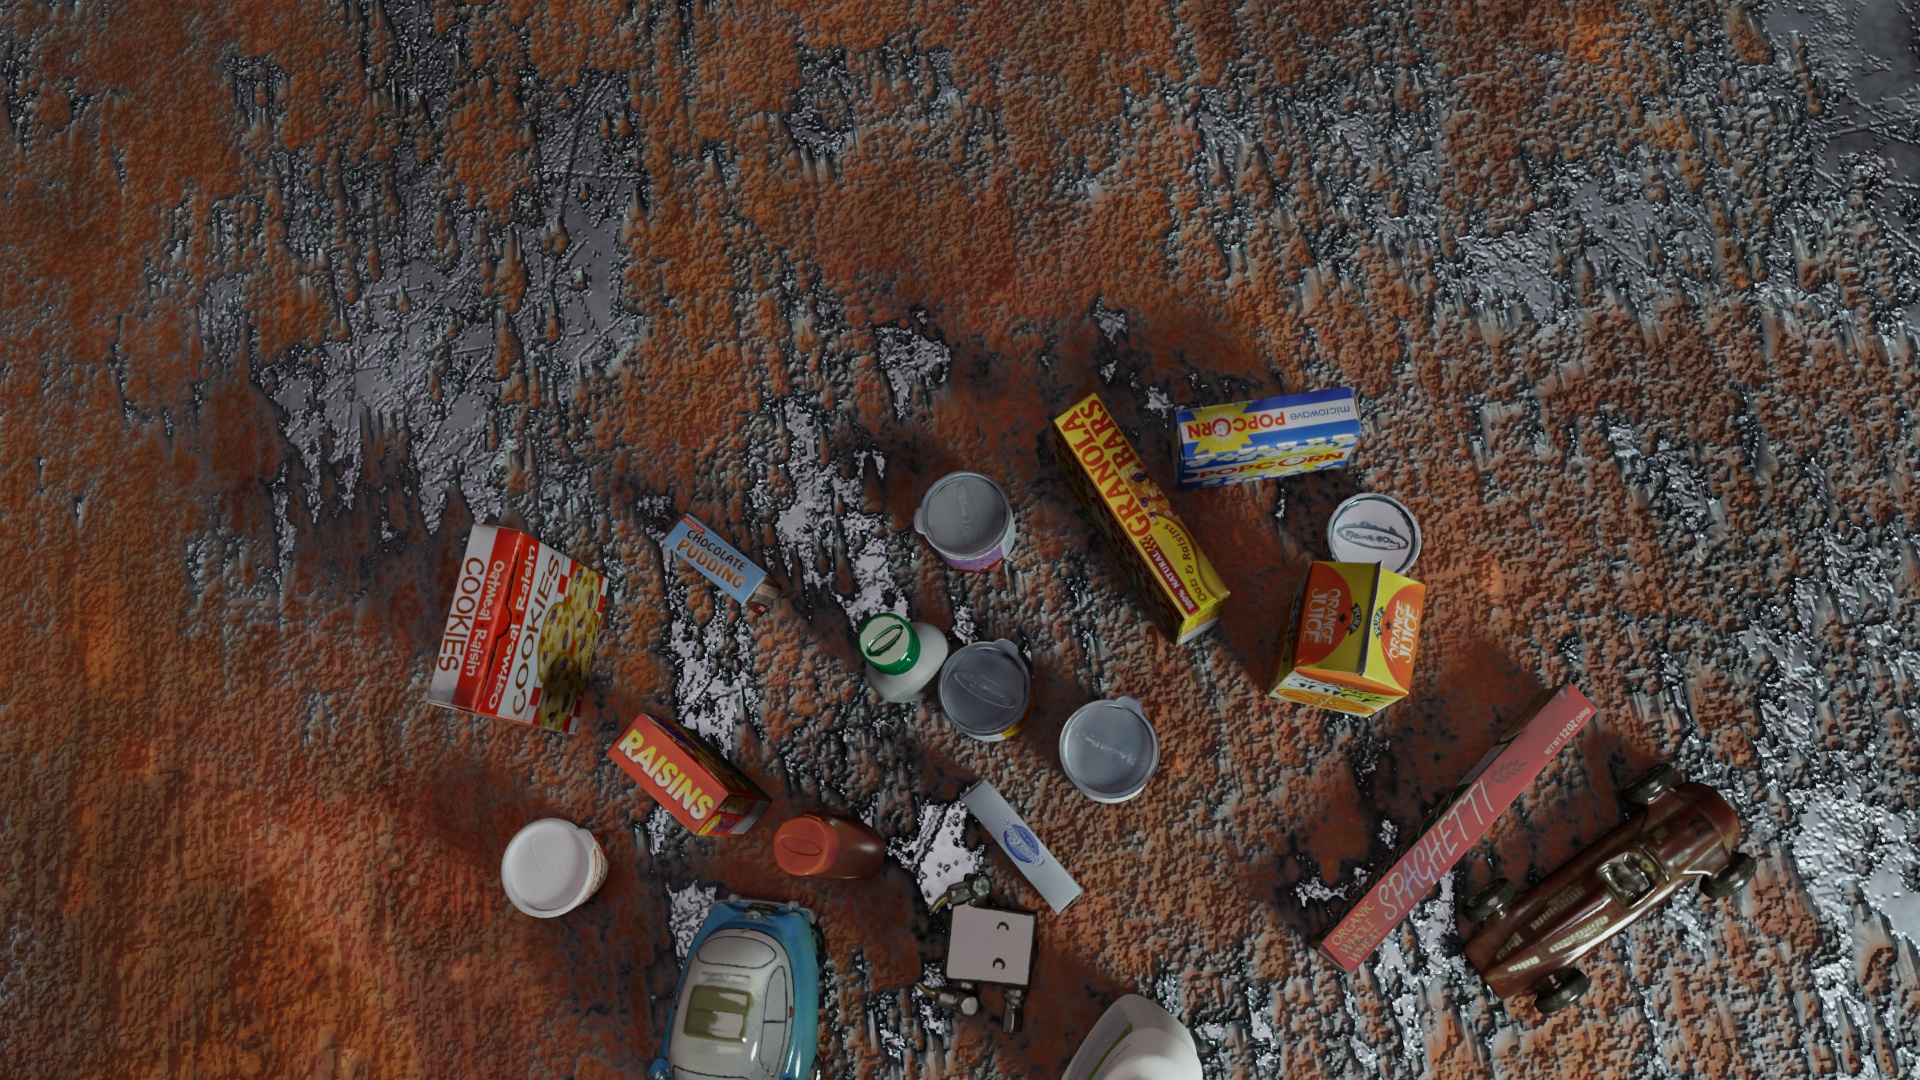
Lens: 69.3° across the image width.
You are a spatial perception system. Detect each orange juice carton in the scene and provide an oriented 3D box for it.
[{"bbox_3d":[0.254,0.065,0.912,0.073,0.192,0.072,12,79,9],"label":"orange juice carton"}]

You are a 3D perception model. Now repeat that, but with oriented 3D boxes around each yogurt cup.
[{"bbox_3d":[-0.287,0.235,0.999,0.072,0.054,0.072,-1,76,6],"label":"yogurt cup"}]

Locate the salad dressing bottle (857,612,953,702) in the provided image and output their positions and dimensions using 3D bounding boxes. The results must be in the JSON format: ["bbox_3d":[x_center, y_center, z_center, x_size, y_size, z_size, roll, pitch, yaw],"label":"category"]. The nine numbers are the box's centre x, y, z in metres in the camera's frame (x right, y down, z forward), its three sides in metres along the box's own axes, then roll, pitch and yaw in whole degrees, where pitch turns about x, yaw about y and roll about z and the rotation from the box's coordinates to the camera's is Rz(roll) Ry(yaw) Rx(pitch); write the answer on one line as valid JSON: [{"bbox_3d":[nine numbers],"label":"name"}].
[{"bbox_3d":[-0.040,0.080,0.962,0.064,0.147,0.044,-37,76,-3],"label":"salad dressing bottle"}]

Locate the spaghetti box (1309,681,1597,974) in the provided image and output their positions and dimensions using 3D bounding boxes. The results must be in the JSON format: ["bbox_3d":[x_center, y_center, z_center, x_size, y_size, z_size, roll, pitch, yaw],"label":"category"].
[{"bbox_3d":[0.334,0.195,0.945,0.250,0.050,0.029,-45,76,-6],"label":"spaghetti box"}]

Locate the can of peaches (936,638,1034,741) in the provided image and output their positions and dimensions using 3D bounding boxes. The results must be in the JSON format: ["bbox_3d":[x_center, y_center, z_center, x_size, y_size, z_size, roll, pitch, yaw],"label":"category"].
[{"bbox_3d":[0.021,0.107,0.995,0.071,0.058,0.071,-1,77,6],"label":"can of peaches"}]

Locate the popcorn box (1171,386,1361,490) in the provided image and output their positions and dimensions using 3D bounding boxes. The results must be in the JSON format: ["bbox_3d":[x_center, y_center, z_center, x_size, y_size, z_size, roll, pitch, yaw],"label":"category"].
[{"bbox_3d":[0.218,-0.072,1.005,0.127,0.085,0.038,-8,76,4],"label":"popcorn box"}]

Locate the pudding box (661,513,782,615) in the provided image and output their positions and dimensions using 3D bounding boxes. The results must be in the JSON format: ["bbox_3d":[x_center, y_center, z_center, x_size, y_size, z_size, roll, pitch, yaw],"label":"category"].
[{"bbox_3d":[-0.178,0.018,1.042,0.084,0.049,0.030,36,83,13],"label":"pudding box"}]

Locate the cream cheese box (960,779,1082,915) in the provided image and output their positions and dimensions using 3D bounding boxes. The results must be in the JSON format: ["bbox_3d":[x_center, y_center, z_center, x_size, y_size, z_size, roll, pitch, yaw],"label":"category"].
[{"bbox_3d":[0.044,0.213,0.970,0.024,0.053,0.104,-41,76,-4],"label":"cream cheese box"}]

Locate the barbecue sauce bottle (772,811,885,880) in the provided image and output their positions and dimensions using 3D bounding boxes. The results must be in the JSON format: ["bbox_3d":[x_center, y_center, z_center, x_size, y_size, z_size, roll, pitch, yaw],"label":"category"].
[{"bbox_3d":[-0.092,0.206,0.936,0.065,0.148,0.044,15,79,9],"label":"barbecue sauce bottle"}]

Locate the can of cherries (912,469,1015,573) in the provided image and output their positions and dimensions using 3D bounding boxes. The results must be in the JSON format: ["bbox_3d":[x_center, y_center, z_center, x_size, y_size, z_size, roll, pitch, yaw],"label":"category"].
[{"bbox_3d":[0.004,-0.013,1.026,0.071,0.058,0.071,-1,77,6],"label":"can of cherries"}]

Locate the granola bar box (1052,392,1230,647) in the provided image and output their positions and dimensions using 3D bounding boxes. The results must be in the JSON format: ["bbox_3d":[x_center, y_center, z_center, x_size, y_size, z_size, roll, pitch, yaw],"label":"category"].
[{"bbox_3d":[0.124,-0.010,0.979,0.039,0.124,0.166,-32,75,-2],"label":"granola bar box"}]

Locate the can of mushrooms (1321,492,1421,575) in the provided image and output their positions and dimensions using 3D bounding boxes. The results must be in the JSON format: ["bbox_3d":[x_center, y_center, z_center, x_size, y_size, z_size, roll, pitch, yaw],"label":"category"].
[{"bbox_3d":[0.295,0.003,1.005,0.071,0.033,0.071,-1,76,6],"label":"can of mushrooms"}]

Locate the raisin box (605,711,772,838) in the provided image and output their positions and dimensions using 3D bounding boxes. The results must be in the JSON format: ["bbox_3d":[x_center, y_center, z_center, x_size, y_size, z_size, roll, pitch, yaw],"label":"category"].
[{"bbox_3d":[-0.186,0.166,0.969,0.086,0.123,0.040,39,84,13],"label":"raisin box"}]

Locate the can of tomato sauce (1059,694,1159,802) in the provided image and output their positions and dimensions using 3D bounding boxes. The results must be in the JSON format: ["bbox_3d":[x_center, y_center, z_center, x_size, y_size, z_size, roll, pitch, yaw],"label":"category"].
[{"bbox_3d":[0.104,0.146,0.965,0.071,0.083,0.071,-1,77,6],"label":"can of tomato sauce"}]

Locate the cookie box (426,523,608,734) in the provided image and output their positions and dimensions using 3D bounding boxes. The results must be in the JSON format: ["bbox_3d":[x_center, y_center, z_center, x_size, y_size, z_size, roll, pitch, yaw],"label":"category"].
[{"bbox_3d":[-0.306,0.067,0.983,0.040,0.167,0.123,8,78,8],"label":"cookie box"}]
